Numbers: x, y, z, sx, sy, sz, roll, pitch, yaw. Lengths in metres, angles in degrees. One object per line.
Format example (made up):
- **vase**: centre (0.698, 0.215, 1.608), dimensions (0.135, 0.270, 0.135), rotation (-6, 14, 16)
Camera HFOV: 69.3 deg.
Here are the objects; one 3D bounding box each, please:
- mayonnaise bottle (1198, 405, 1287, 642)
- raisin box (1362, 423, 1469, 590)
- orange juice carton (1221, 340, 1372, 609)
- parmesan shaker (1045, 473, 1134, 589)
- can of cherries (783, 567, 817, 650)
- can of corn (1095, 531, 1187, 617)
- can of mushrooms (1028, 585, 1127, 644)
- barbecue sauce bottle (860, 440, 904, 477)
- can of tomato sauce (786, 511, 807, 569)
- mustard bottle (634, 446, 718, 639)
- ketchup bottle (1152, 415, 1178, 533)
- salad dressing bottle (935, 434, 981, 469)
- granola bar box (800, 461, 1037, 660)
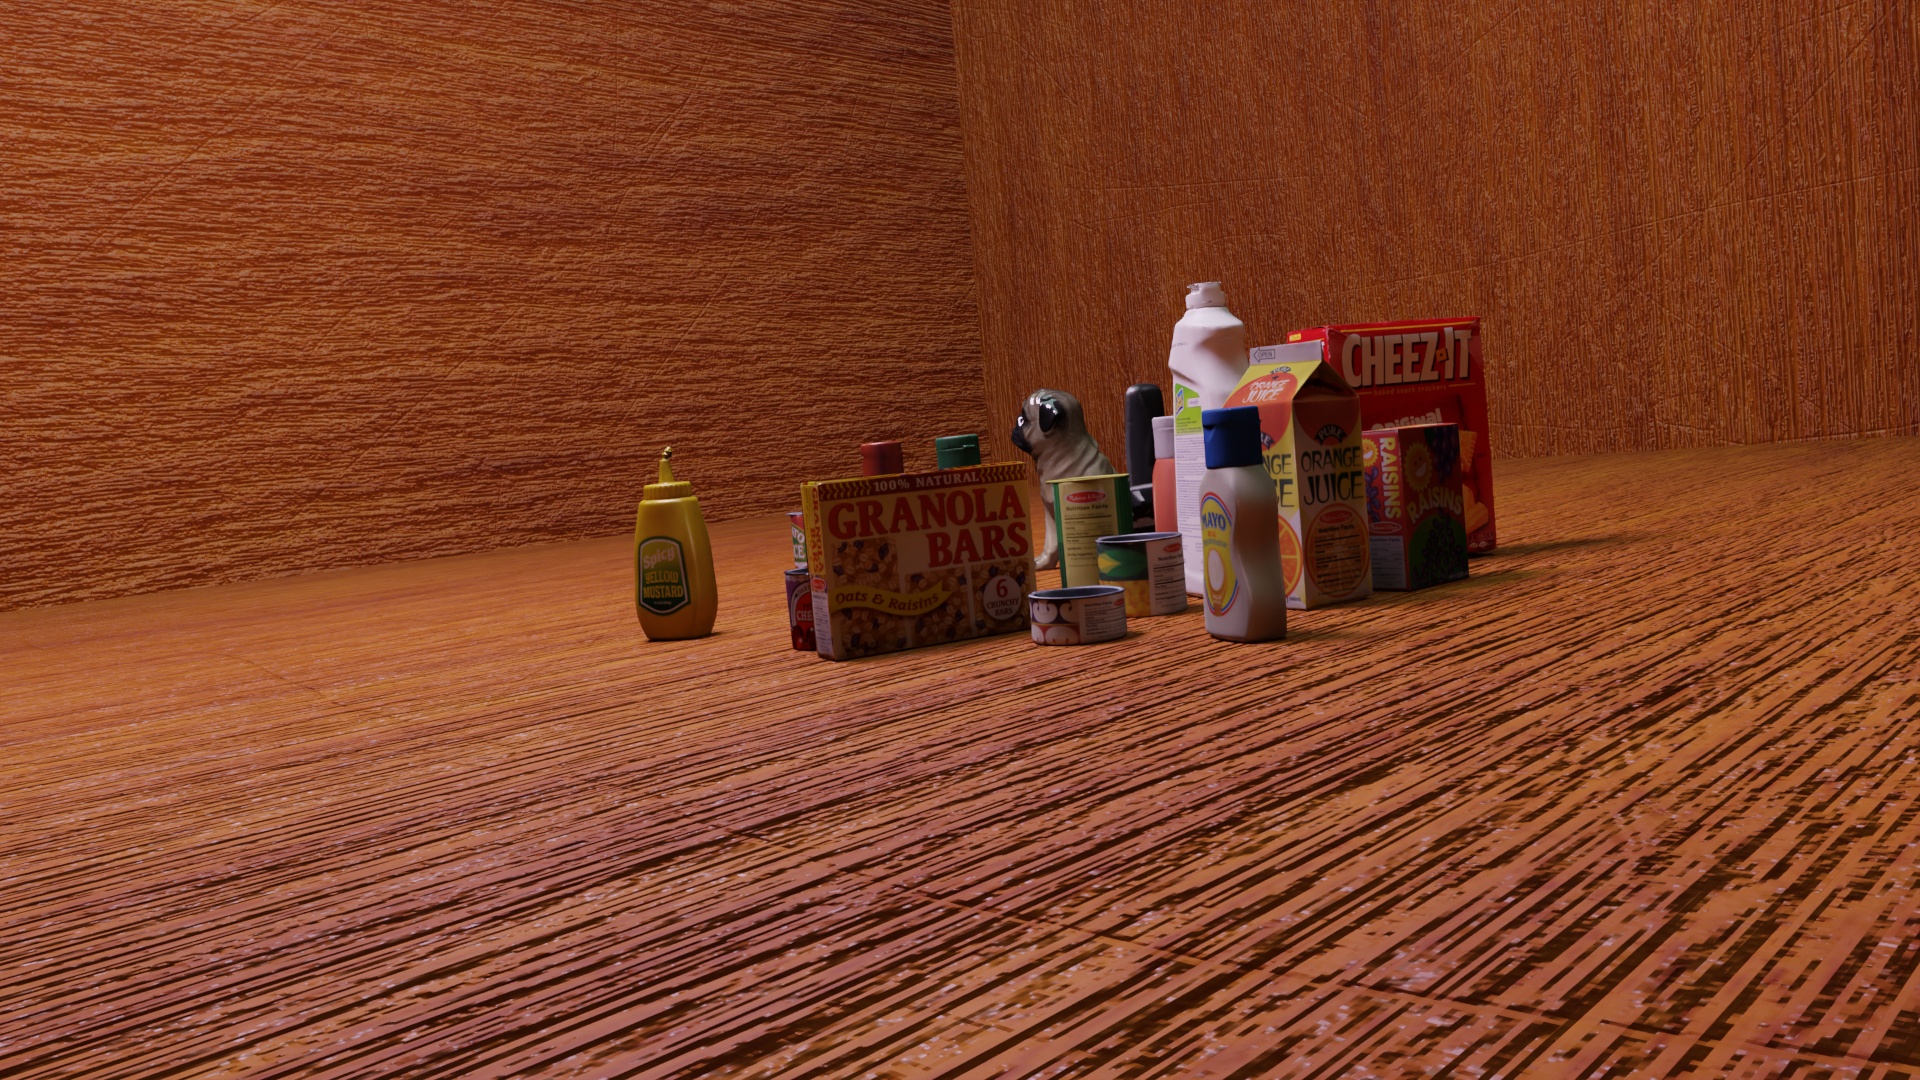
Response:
- **mayonnaise bottle**: centre (0.178, -0.011, 0.890), dimensions (0.041, 0.148, 0.065), rotation (-6, 4, -18)
- **raisin box**: centre (0.350, -0.027, 1.074), dimensions (0.086, 0.123, 0.040), rotation (-8, 4, -38)
- **orange juice carton**: centre (0.248, -0.049, 1.028), dimensions (0.073, 0.192, 0.071), rotation (-7, 4, -33)
- **parmesan shaker**: centre (0.111, -0.002, 1.173), dimensions (0.071, 0.103, 0.071), rotation (-5, 3, 0)
- **can of cherries**: centre (-0.097, 0.049, 1.034), dimensions (0.071, 0.058, 0.071), rotation (-5, 4, 0)
- **can of corn**: centre (0.137, 0.026, 1.062), dimensions (0.071, 0.058, 0.071), rotation (-5, 4, 0)
- **can of mushrooms**: centre (0.079, 0.051, 0.954), dimensions (0.071, 0.033, 0.071), rotation (-5, 4, 0)
- **barbecue sauce bottle**: centre (-0.064, -0.014, 1.237), dimensions (0.044, 0.148, 0.065), rotation (-5, 3, -2)
- **can of tomato sauce**: centre (-0.149, 0.009, 1.499), dimensions (0.071, 0.083, 0.071), rotation (-5, 4, 0)
- **mustard bottle**: centre (-0.242, 0.002, 1.159), dimensions (0.065, 0.160, 0.049), rotation (-4, 3, 15)
- **ketchup bottle**: centre (0.196, -0.037, 1.240), dimensions (0.043, 0.148, 0.065), rotation (-3, 4, 33)
- **salad dressing bottle**: centre (0.004, -0.015, 1.170), dimensions (0.064, 0.147, 0.044), rotation (-7, 4, -32)
- **granola bar box**: centre (-0.027, 0.012, 0.996), dimensions (0.166, 0.124, 0.039), rotation (-7, 4, -28)
